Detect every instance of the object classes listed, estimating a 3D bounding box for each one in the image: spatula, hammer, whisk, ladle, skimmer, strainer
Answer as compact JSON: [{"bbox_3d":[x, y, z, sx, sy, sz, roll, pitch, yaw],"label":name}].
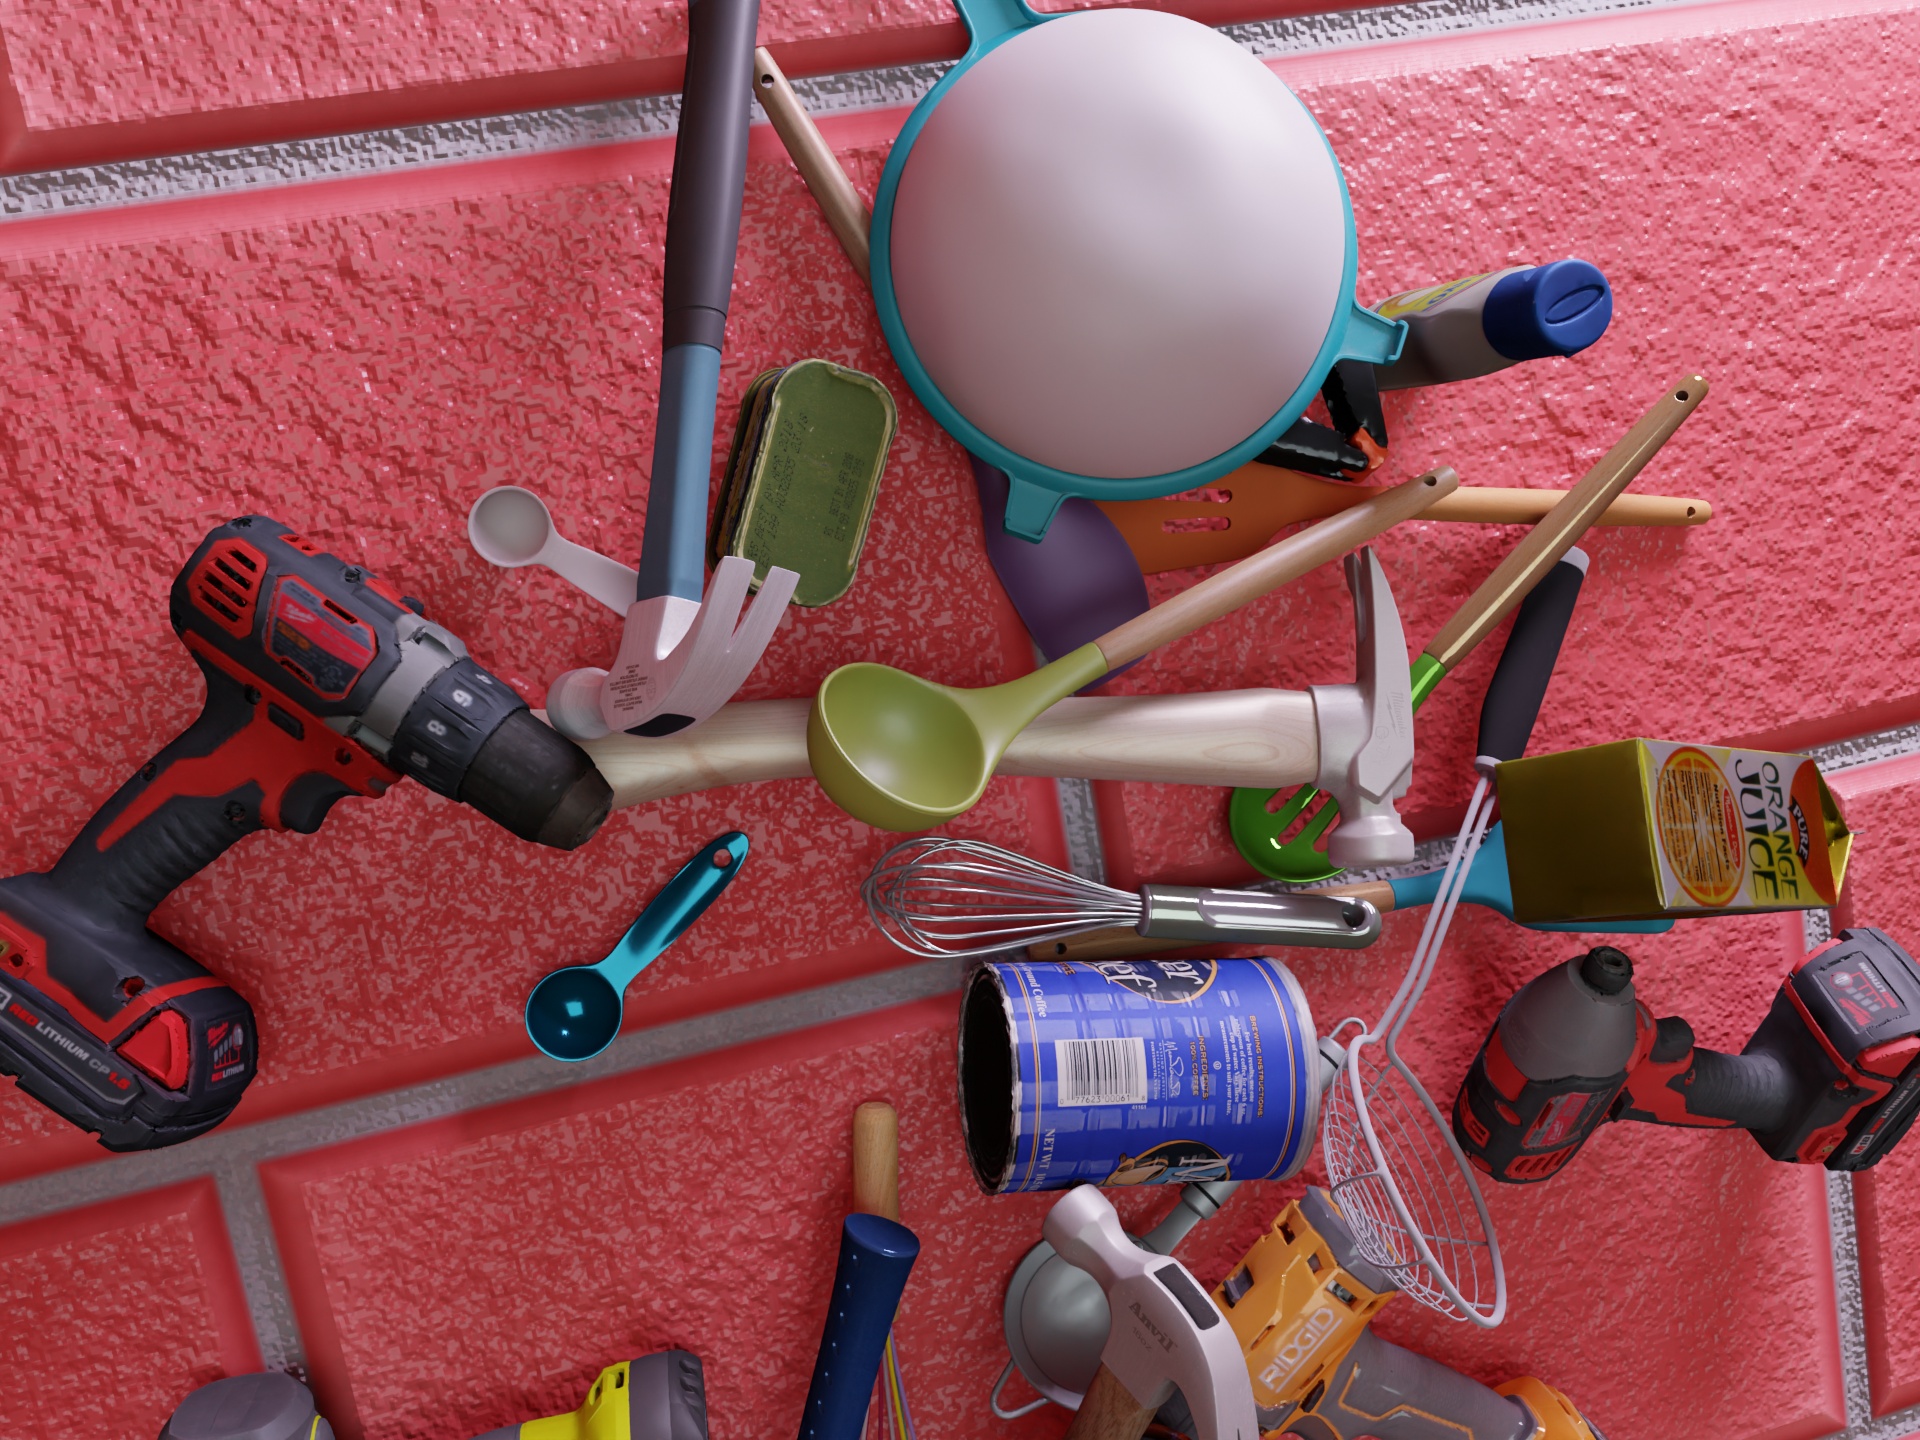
[{"bbox_3d":[0.188,0.087,0.772,0.317,0.044,0.082,-8,83,-11],"label":"spatula"},{"bbox_3d":[0.035,0.370,0.705,0.031,0.130,0.331,-4,125,-44],"label":"hammer"},{"bbox_3d":[0.076,0.086,0.730,0.246,0.059,0.058,5,59,-9],"label":"whisk"},{"bbox_3d":[-0.107,-0.158,0.632,0.033,0.128,0.331,11,80,-42],"label":"hammer"},{"bbox_3d":[-0.005,-0.153,0.708,0.060,0.018,0.315,-32,104,2],"label":"spatula"},{"bbox_3d":[0.082,-0.044,0.673,0.320,0.062,0.078,-27,66,-12],"label":"ladle"},{"bbox_3d":[0.251,0.081,0.721,0.127,0.090,0.363,38,70,-41],"label":"skimmer"},{"bbox_3d":[-0.088,0.418,0.703,0.035,0.144,0.405,15,91,-13],"label":"hammer"},{"bbox_3d":[-0.001,-0.002,0.702,0.410,0.038,0.146,-1,84,-7],"label":"hammer"},{"bbox_3d":[0.221,-0.105,0.767,0.322,0.041,0.081,0,97,-17],"label":"spatula"},{"bbox_3d":[-0.043,0.301,0.748,0.051,0.047,0.245,-2,93,-24],"label":"whisk"},{"bbox_3d":[0.112,0.241,0.775,0.258,0.050,0.087,-44,61,-10],"label":"strainer"},{"bbox_3d":[0.040,-0.257,0.640,0.211,0.095,0.340,-27,92,-3],"label":"strainer"}]

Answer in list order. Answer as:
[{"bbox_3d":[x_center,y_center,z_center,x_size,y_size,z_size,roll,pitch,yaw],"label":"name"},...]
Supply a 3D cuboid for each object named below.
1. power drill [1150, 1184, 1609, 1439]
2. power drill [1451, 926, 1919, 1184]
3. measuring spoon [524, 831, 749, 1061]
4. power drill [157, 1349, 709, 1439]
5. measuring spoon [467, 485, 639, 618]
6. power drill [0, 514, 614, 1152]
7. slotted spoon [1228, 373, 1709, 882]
[{"bbox_3d":[0.198,0.364,0.792,0.226,0.084,0.185,39,95,-11],"label":"power drill"},{"bbox_3d":[0.364,0.163,0.783,0.219,0.079,0.143,0,130,-12],"label":"power drill"},{"bbox_3d":[-0.142,0.097,0.712,0.128,0.021,0.042,-47,104,-13],"label":"measuring spoon"},{"bbox_3d":[-0.222,0.375,0.695,0.228,0.080,0.190,-5,98,-10],"label":"power drill"},{"bbox_3d":[-0.155,-0.061,0.689,0.124,0.018,0.034,30,89,-22],"label":"measuring spoon"},{"bbox_3d":[-0.266,0.055,0.626,0.188,0.080,0.227,34,86,1],"label":"power drill"},{"bbox_3d":[0.246,-0.045,0.758,0.070,0.031,0.314,43,92,21],"label":"slotted spoon"}]
